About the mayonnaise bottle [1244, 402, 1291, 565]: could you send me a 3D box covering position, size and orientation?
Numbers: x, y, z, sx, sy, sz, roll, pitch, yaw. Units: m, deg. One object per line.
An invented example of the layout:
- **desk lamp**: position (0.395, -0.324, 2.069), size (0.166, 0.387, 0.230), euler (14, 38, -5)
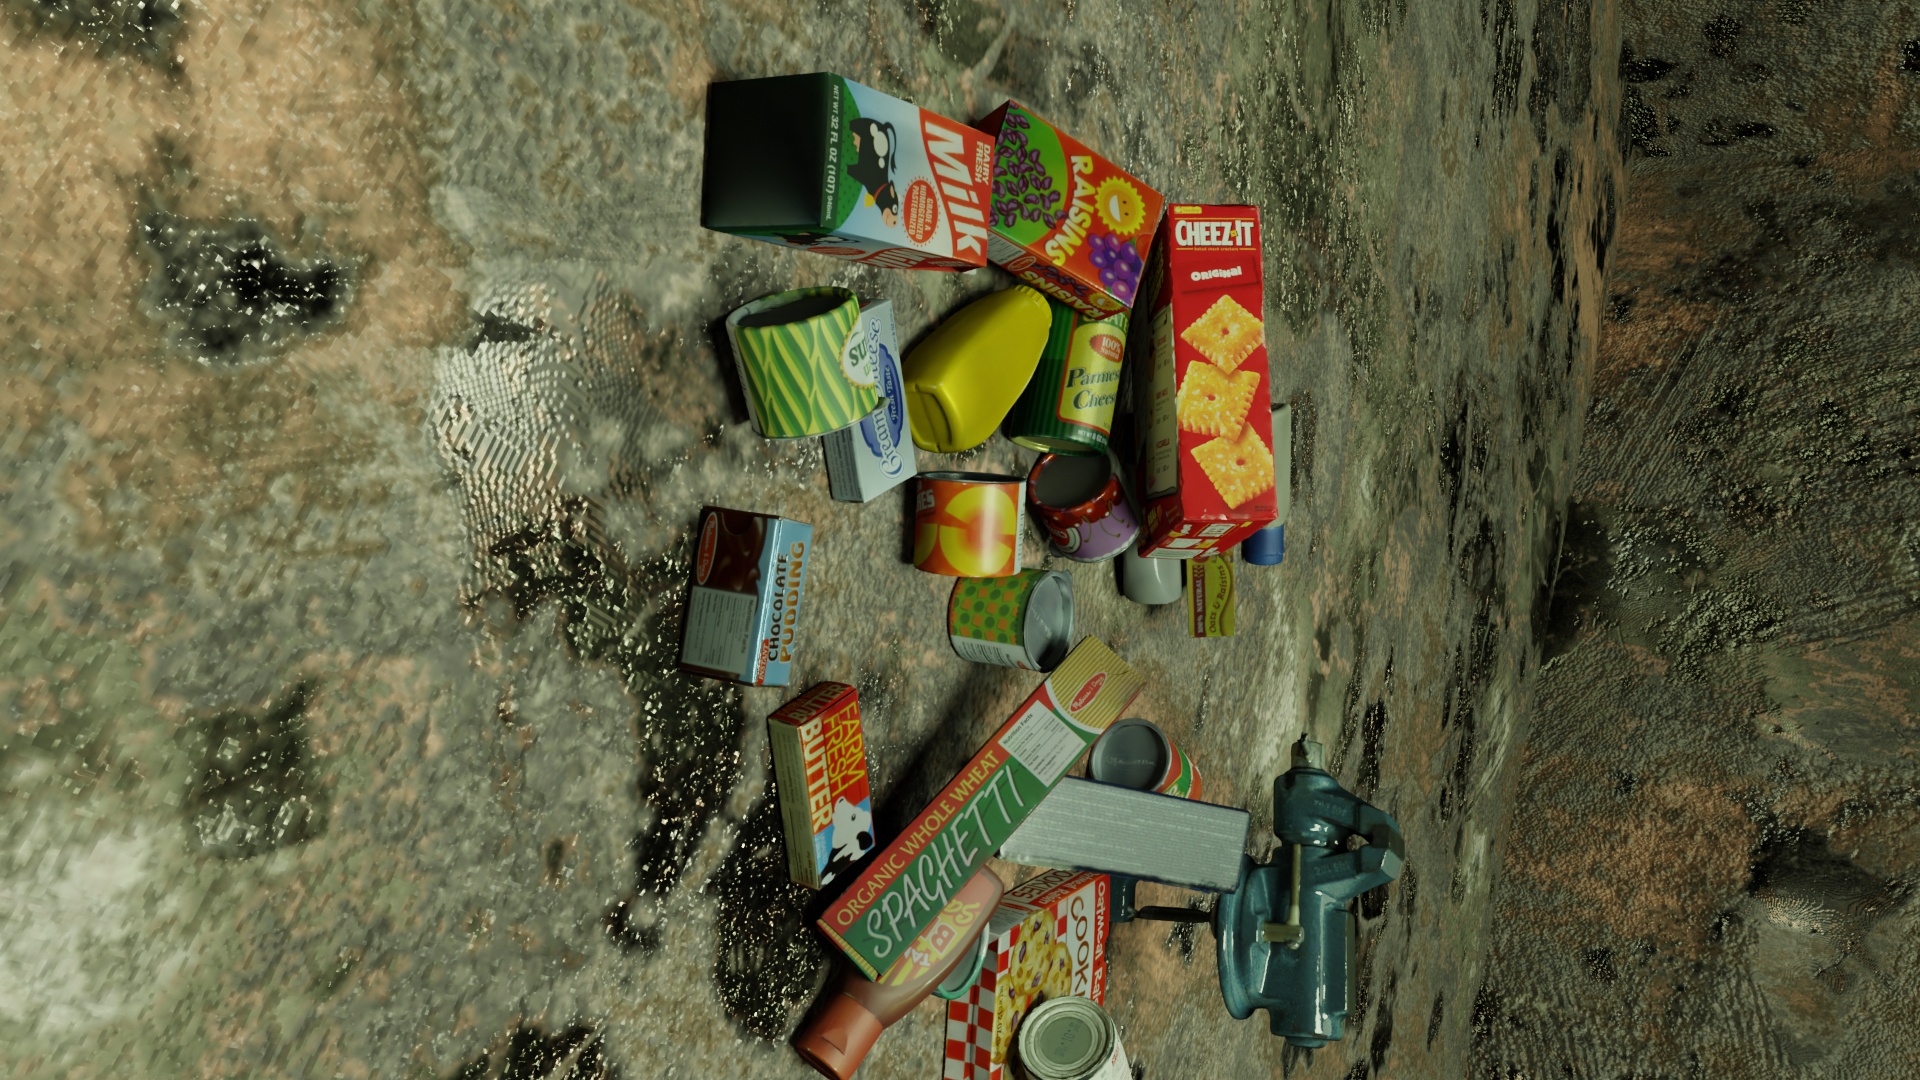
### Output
- **mayonnaise bottle**: position (0.283, -0.052, 1.295), size (0.065, 0.041, 0.147), euler (-24, 117, -52)

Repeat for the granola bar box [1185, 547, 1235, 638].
- **granola bar box**: position (0.201, -0.020, 1.127), size (0.125, 0.039, 0.165), euler (-67, 153, -70)

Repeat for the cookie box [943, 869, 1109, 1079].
- **cookie box**: position (0.052, 0.312, 0.991), size (0.168, 0.040, 0.122), euler (-5, 100, -58)

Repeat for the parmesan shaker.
- **parmesan shaker**: position (0.075, -0.111, 0.927), size (0.071, 0.071, 0.103), euler (18, 80, -58)

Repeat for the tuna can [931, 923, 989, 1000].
- **tuna can**: position (-0.013, 0.258, 0.886), size (0.071, 0.033, 0.071), euler (-16, 108, -57)

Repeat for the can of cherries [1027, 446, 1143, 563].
- **can of cherries**: position (0.084, -0.026, 0.961), size (0.072, 0.071, 0.058), euler (-64, 143, -28)

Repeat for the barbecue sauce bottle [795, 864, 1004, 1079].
- **barbecue sauce bottle**: position (-0.038, 0.247, 0.821), size (0.149, 0.065, 0.043), euler (-50, 169, -30)

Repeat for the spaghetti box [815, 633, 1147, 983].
- **spaghetti box**: position (0.016, 0.156, 0.834), size (0.251, 0.050, 0.028), euler (-43, 167, -25)

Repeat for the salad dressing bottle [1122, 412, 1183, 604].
- **salad dressing bottle**: position (0.148, -0.026, 1.082), size (0.064, 0.044, 0.147), euler (-25, 115, -58)

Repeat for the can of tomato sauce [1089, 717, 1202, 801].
- **can of tomato sauce**: position (0.148, 0.186, 1.095), size (0.083, 0.071, 0.071), euler (44, 59, -53)

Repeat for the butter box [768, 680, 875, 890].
- **butter box**: position (-0.076, 0.135, 0.771), size (0.053, 0.024, 0.103), euler (-29, 119, -52)

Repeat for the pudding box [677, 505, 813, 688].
- **pudding box**: position (-0.105, 0.028, 0.682), size (0.030, 0.049, 0.083), euler (13, 84, -59)

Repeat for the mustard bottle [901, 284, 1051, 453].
- **mustard bottle**: position (0.018, -0.116, 0.854), size (0.161, 0.049, 0.065), euler (-51, 133, -42)

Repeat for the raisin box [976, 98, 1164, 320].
- **raisin box**: position (0.060, -0.203, 0.861), size (0.123, 0.040, 0.086), euler (25, 72, -26)

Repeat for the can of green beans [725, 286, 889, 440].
- **can of green beans**: position (-0.078, -0.089, 0.689), size (0.071, 0.071, 0.057), euler (-41, 128, -47)

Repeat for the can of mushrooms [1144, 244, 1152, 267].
- **can of mushrooms**: position (0.095, -0.200, 0.943), size (0.071, 0.071, 0.033), euler (-60, 142, -33)

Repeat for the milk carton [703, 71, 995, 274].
- **milk carton**: position (-0.041, -0.184, 0.724), size (0.191, 0.073, 0.072), euler (-6, 100, -58)

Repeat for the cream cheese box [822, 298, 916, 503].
- **cream cheese box**: position (-0.054, -0.077, 0.768), size (0.053, 0.024, 0.103), euler (-34, 123, -49)

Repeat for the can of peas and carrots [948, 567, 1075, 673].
- **can of peas and carrots**: position (0.034, 0.047, 0.898), size (0.071, 0.059, 0.070), euler (-15, 108, -57)

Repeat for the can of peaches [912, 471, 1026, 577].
- **can of peaches**: position (0.003, -0.010, 0.835), size (0.071, 0.071, 0.058), euler (-9, 103, -57)
